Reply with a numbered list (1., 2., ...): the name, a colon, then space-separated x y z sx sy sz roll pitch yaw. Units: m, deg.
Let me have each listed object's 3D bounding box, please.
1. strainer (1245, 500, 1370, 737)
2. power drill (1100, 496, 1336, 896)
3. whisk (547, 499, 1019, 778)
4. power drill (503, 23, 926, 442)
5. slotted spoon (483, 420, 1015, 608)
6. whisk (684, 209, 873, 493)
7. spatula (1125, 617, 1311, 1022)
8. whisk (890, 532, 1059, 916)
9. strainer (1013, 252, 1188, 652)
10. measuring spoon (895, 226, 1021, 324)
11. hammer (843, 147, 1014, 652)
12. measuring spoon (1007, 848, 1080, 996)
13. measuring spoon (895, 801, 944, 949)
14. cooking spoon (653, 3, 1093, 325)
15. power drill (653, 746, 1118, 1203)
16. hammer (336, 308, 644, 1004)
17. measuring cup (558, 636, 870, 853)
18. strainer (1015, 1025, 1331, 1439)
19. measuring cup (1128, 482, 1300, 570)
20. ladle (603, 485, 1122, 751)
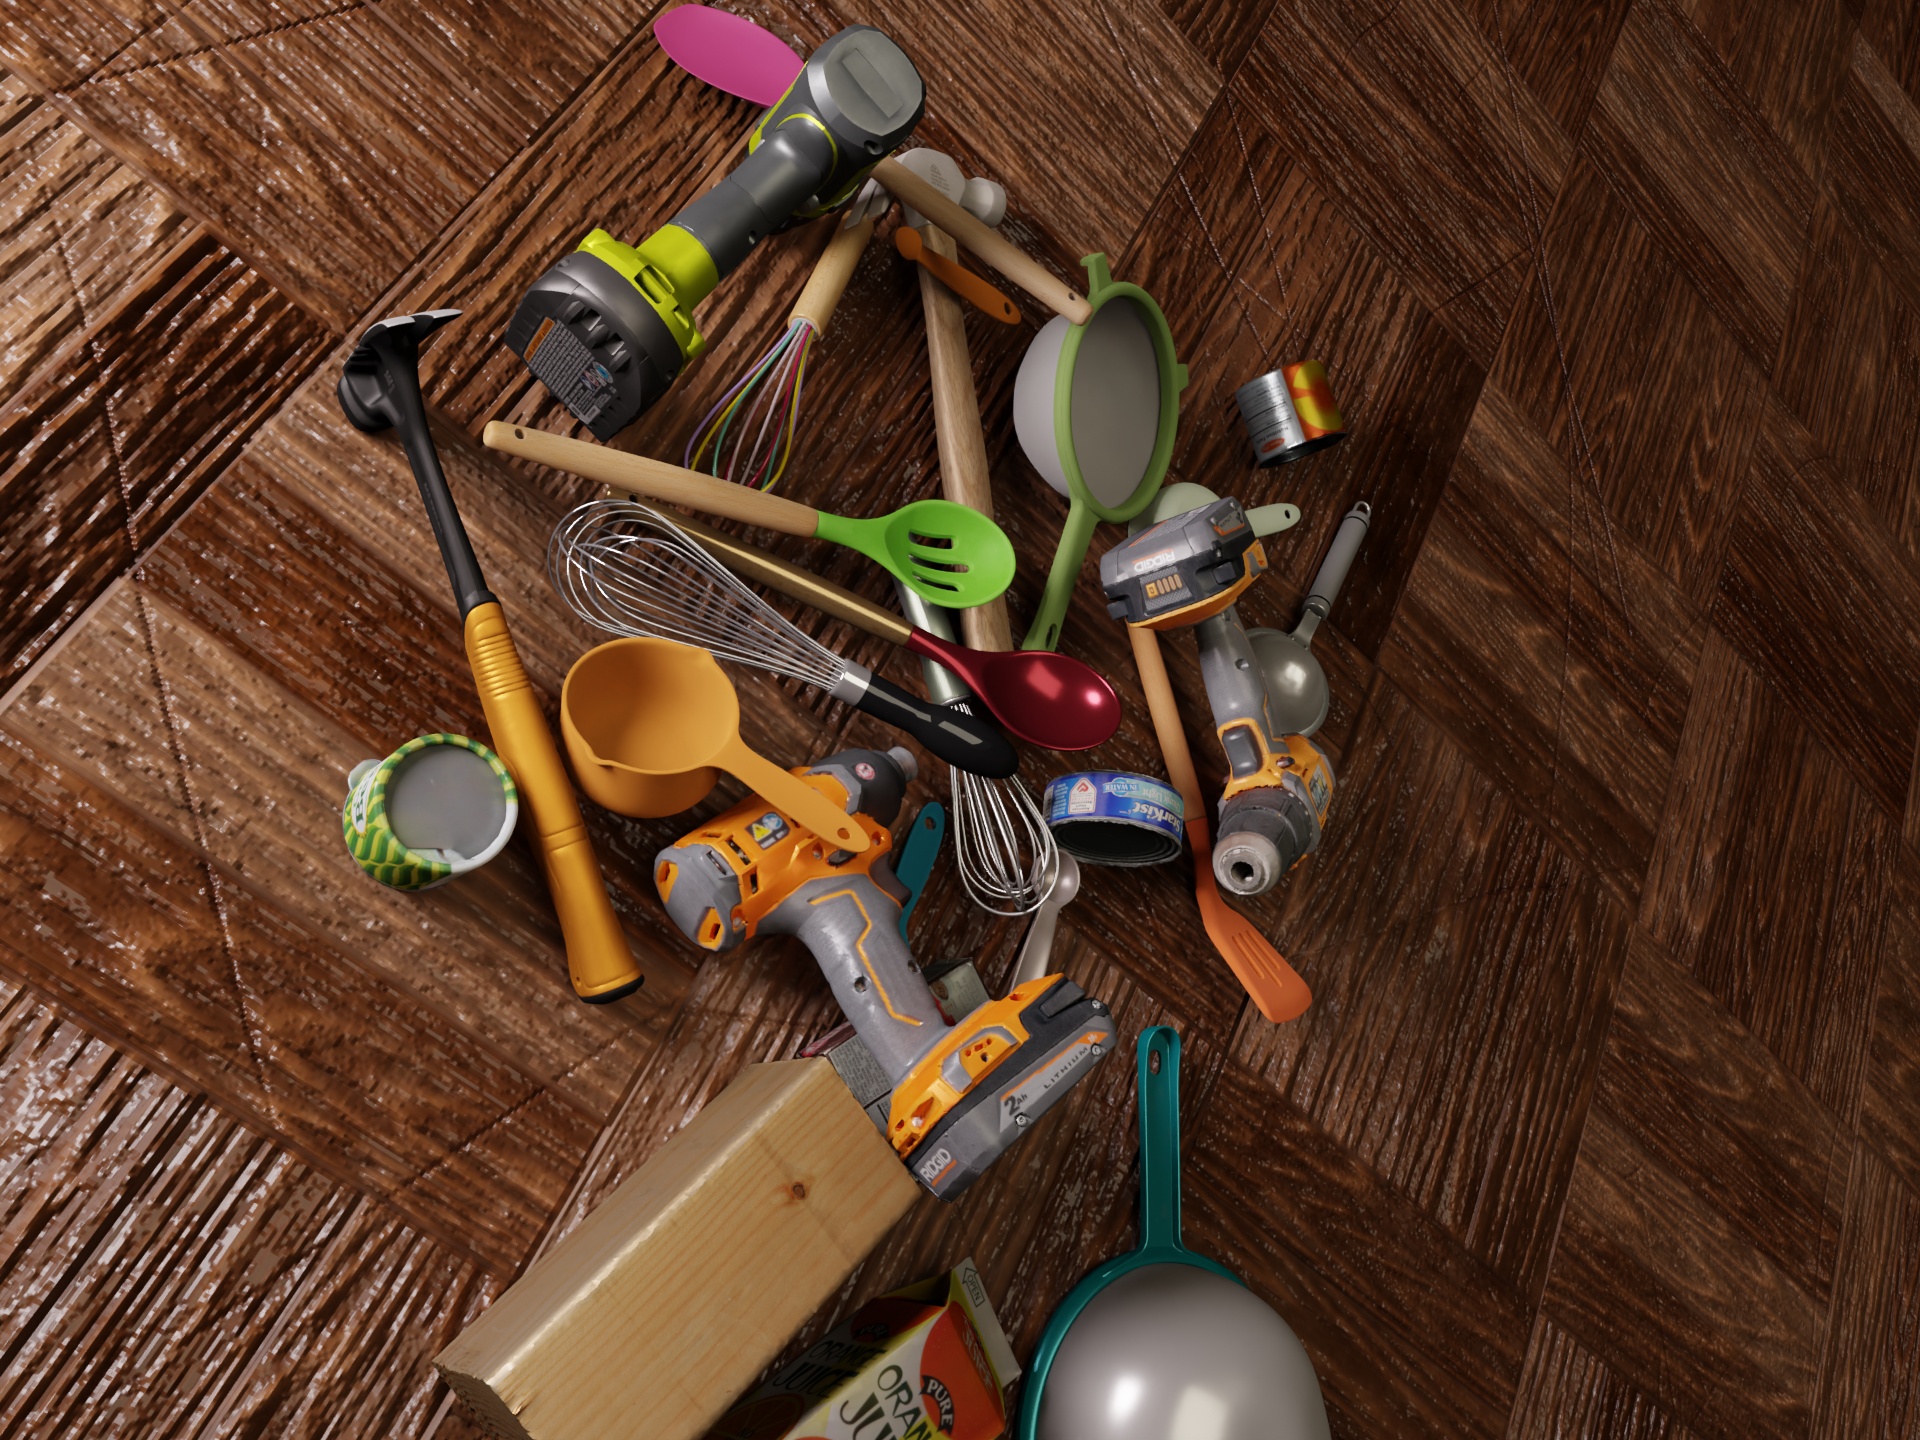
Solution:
1. strainer: 0.251 -0.076 1.135 0.087 0.050 0.258 35 55 -5
2. power drill: 0.163 -0.011 0.980 0.226 0.084 0.185 68 25 -8
3. whisk: -0.087 -0.036 0.858 0.284 0.070 0.070 27 63 -18
4. power drill: -0.132 -0.256 0.850 0.080 0.190 0.228 47 71 -15
5. slotted spoon: -0.102 -0.114 0.856 0.313 0.031 0.070 11 63 -35
6. whisk: -0.095 -0.213 0.932 0.051 0.047 0.245 46 51 -37
7. spatula: 0.155 0.038 1.034 0.081 0.041 0.323 -4 76 -59
8. whisk: -0.001 -0.003 0.938 0.059 0.057 0.246 -19 83 1
9. strainer: 0.063 -0.155 1.014 0.151 0.069 0.256 34 71 -54
10. measuring spoon: 0.002 -0.273 0.979 0.116 0.011 0.021 21 65 -46
11. hammer: -0.004 -0.194 0.985 0.130 0.031 0.331 2 79 -50
12. measuring spoon: 0.041 0.136 0.950 0.034 0.018 0.124 29 69 -30
13. measuring spoon: -0.037 0.100 0.906 0.042 0.021 0.129 38 50 -20
14. cooking spoon: -0.051 -0.330 0.942 0.319 0.017 0.069 38 56 7
15. power drill: -0.028 0.115 0.830 0.226 0.084 0.164 46 52 13
16. hammer: -0.218 -0.024 0.760 0.034 0.127 0.337 -21 95 -31
17. measuring cup: -0.124 0.029 0.802 0.173 0.052 0.095 33 48 6
18. strainer: 0.141 0.346 0.906 0.210 0.095 0.340 9 73 -32
19. measuring cup: 0.190 -0.136 1.107 0.167 0.038 0.083 -17 87 -34
20. ladle: -0.052 -0.058 0.895 0.315 0.031 0.069 25 51 -13
